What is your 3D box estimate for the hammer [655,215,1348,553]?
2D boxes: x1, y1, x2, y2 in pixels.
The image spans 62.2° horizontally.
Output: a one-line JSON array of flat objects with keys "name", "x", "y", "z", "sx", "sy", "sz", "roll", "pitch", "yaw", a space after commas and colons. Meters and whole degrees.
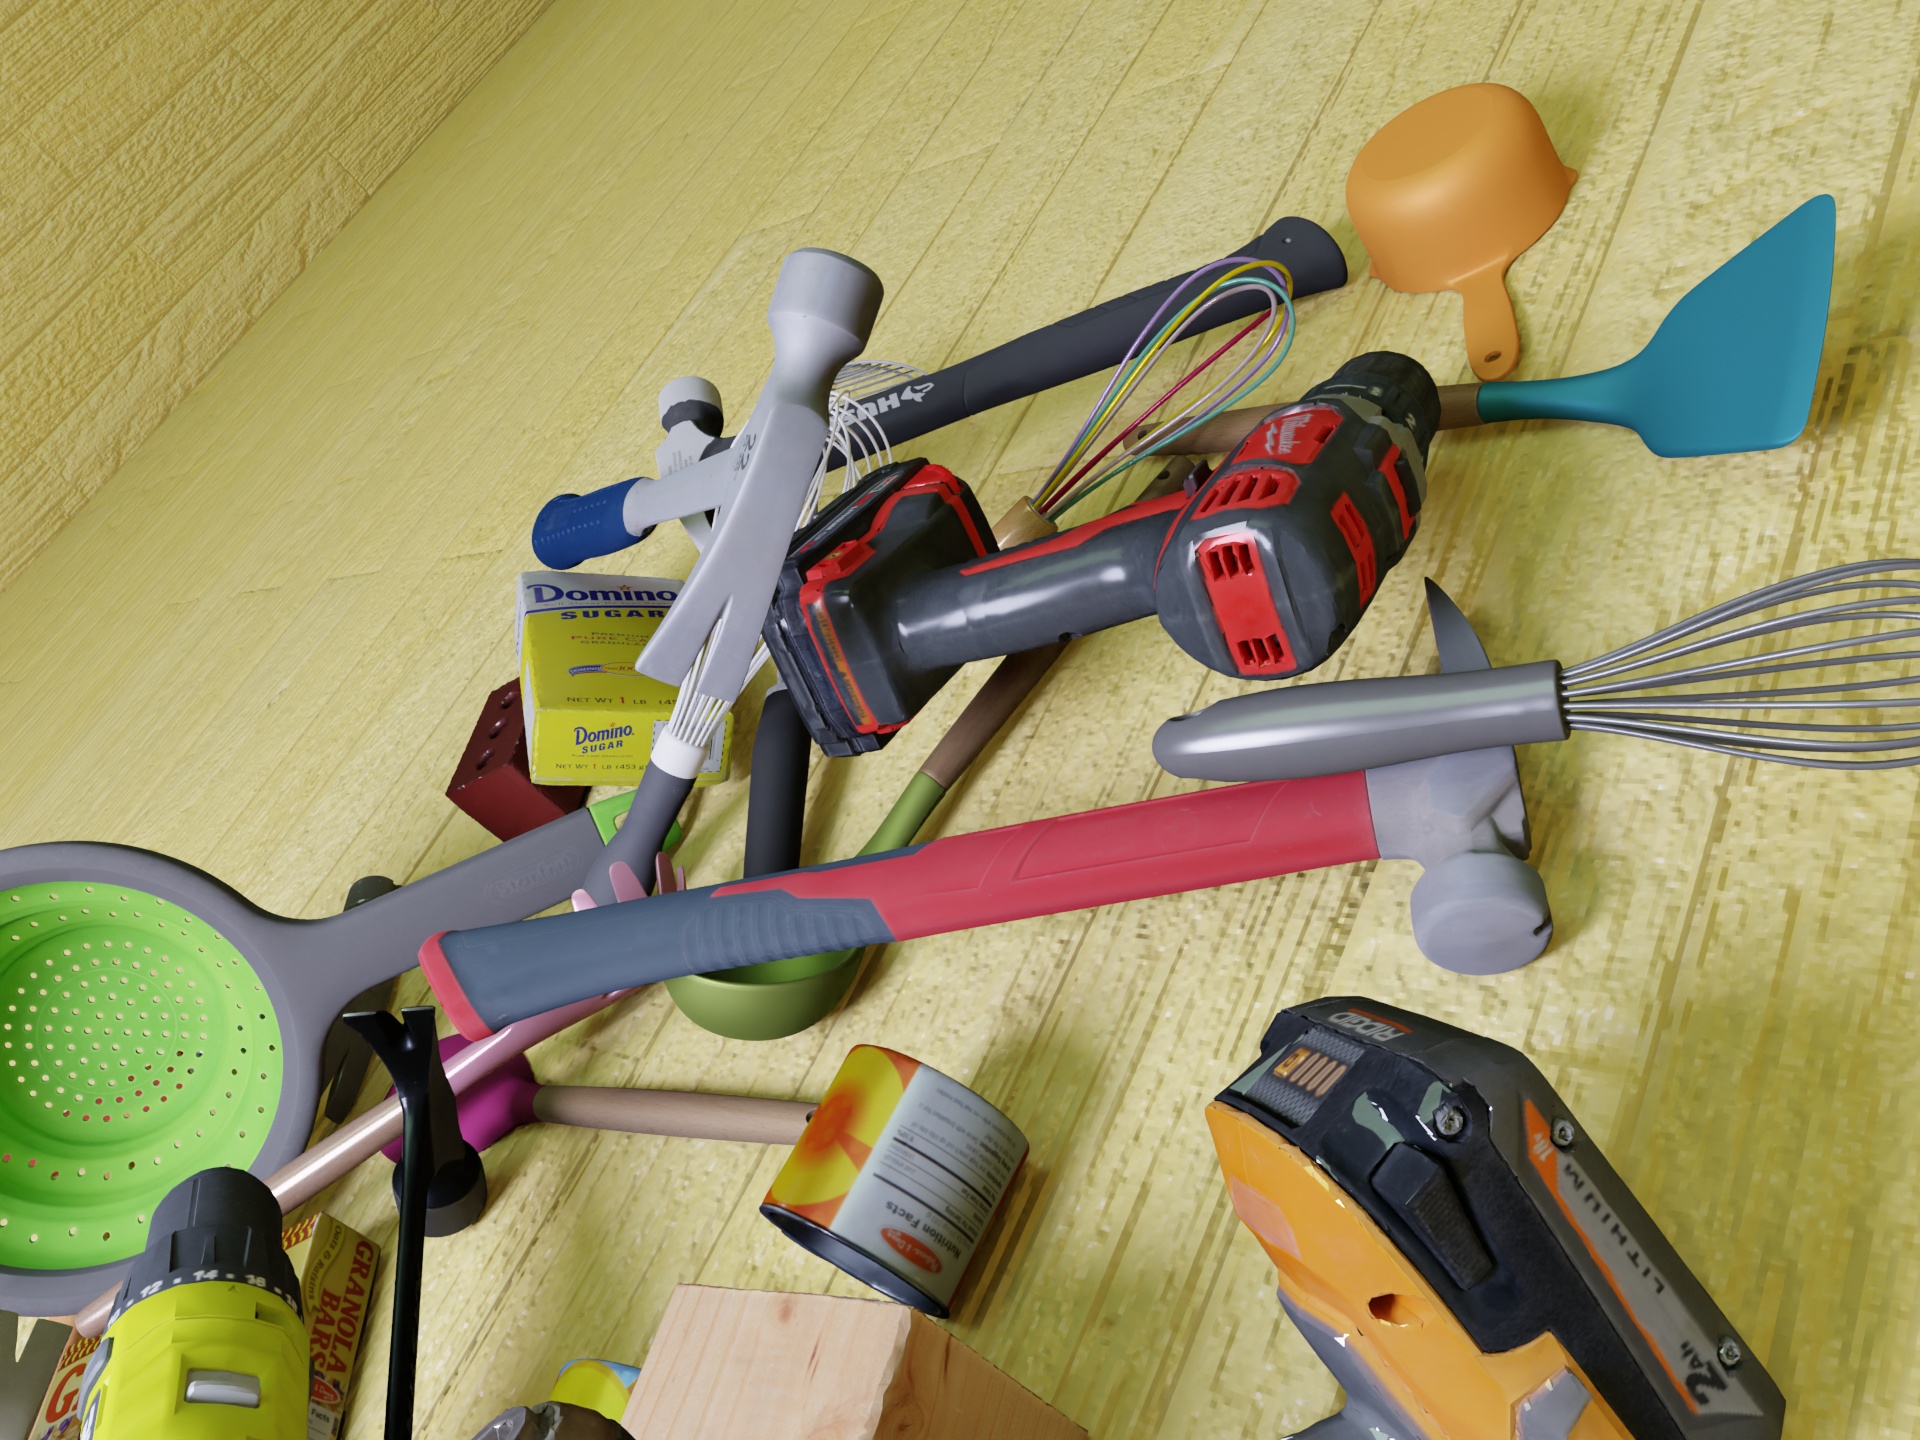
[{"name": "hammer", "x": 0.017, "y": -0.158, "z": 0.748, "sx": 0.335, "sy": 0.035, "sz": 0.146, "roll": -19, "pitch": 52, "yaw": 6}]

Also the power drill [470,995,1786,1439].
[{"name": "power drill", "x": 0.029, "y": 0.153, "z": 0.315, "sx": 0.226, "sy": 0.185, "sz": 0.084, "roll": -40, "pitch": 9, "yaw": -11}]

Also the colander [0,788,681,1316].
[{"name": "colander", "x": -0.322, "y": 0.119, "z": 0.739, "sx": 0.397, "sy": 0.204, "sz": 0.094, "roll": -24, "pitch": 10, "yaw": -15}]

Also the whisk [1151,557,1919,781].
[{"name": "whisk", "x": 0.163, "y": -0.004, "z": 0.436, "sx": 0.239, "sy": 0.055, "sz": 0.055, "roll": -8, "pitch": 46, "yaw": 29}]

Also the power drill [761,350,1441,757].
[{"name": "power drill", "x": 0.057, "y": -0.068, "z": 0.571, "sx": 0.227, "sy": 0.080, "sz": 0.188, "roll": -9, "pitch": 25, "yaw": 34}]

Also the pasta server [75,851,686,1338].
[{"name": "pasta server", "x": -0.245, "y": 0.163, "z": 0.680, "sx": 0.316, "sy": 0.060, "sz": 0.040, "roll": -34, "pitch": 66, "yaw": -1}]

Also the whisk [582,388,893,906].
[{"name": "whisk", "x": -0.109, "y": -0.014, "z": 0.690, "sx": 0.284, "sy": 0.070, "sz": 0.070, "roll": -63, "pitch": 30, "yaw": 16}]

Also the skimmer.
[{"name": "skimmer", "x": -0.064, "y": -0.046, "z": 0.780, "sx": 0.127, "sy": 0.090, "sz": 0.364, "roll": -14, "pitch": 52, "yaw": 20}]

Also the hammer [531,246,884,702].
[{"name": "hammer", "x": -0.135, "y": -0.086, "z": 0.674, "sx": 0.406, "sy": 0.035, "sz": 0.144, "roll": 7, "pitch": 78, "yaw": 66}]

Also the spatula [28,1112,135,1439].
[{"name": "spatula", "x": -0.421, "y": 0.318, "z": 0.703, "sx": 0.081, "sy": 0.041, "sz": 0.323, "roll": -40, "pitch": 37, "yaw": 33}]

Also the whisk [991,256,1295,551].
[{"name": "whisk", "x": 0.053, "y": -0.104, "z": 0.696, "sx": 0.245, "sy": 0.051, "sz": 0.047, "roll": -44, "pitch": -8, "yaw": 19}]

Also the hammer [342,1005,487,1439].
[{"name": "hammer", "x": -0.173, "y": 0.269, "z": 0.480, "sx": 0.036, "sy": 0.149, "sz": 0.409, "roll": -4, "pitch": 42, "yaw": -12}]

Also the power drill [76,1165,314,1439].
[{"name": "power drill", "x": -0.264, "y": 0.275, "z": 0.498, "sx": 0.228, "sy": 0.080, "sz": 0.191, "roll": -63, "pitch": 28, "yaw": 14}]

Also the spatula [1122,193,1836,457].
[{"name": "spatula", "x": 0.175, "y": -0.126, "z": 0.615, "sx": 0.318, "sy": 0.044, "sz": 0.082, "roll": 4, "pitch": 80, "yaw": 49}]

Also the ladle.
[{"name": "ladle", "x": -0.001, "y": -0.002, "z": 0.646, "sx": 0.078, "sy": 0.062, "sz": 0.320, "roll": 22, "pitch": 65, "yaw": 43}]

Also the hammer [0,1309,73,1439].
[{"name": "hammer", "x": -0.416, "y": 0.318, "z": 0.632, "sx": 0.331, "sy": 0.031, "sz": 0.130, "roll": -35, "pitch": 37, "yaw": 45}]

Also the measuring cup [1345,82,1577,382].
[{"name": "measuring cup", "x": 0.207, "y": -0.206, "z": 0.662, "sx": 0.095, "sy": 0.052, "sz": 0.174, "roll": -21, "pitch": 37, "yaw": 28}]

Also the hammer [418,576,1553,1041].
[{"name": "hammer", "x": -0.011, "y": 0.046, "z": 0.544, "sx": 0.386, "sy": 0.038, "sz": 0.143, "roll": -12, "pitch": 41, "yaw": 18}]

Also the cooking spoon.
[{"name": "cooking spoon", "x": -0.155, "y": 0.158, "z": 0.654, "sx": 0.319, "sy": 0.017, "sz": 0.069, "roll": -8, "pitch": 46, "yaw": 41}]

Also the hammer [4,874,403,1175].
[{"name": "hammer", "x": -0.451, "y": 0.214, "z": 0.875, "sx": 0.359, "sy": 0.036, "sz": 0.149, "roll": -28, "pitch": 36, "yaw": 19}]
